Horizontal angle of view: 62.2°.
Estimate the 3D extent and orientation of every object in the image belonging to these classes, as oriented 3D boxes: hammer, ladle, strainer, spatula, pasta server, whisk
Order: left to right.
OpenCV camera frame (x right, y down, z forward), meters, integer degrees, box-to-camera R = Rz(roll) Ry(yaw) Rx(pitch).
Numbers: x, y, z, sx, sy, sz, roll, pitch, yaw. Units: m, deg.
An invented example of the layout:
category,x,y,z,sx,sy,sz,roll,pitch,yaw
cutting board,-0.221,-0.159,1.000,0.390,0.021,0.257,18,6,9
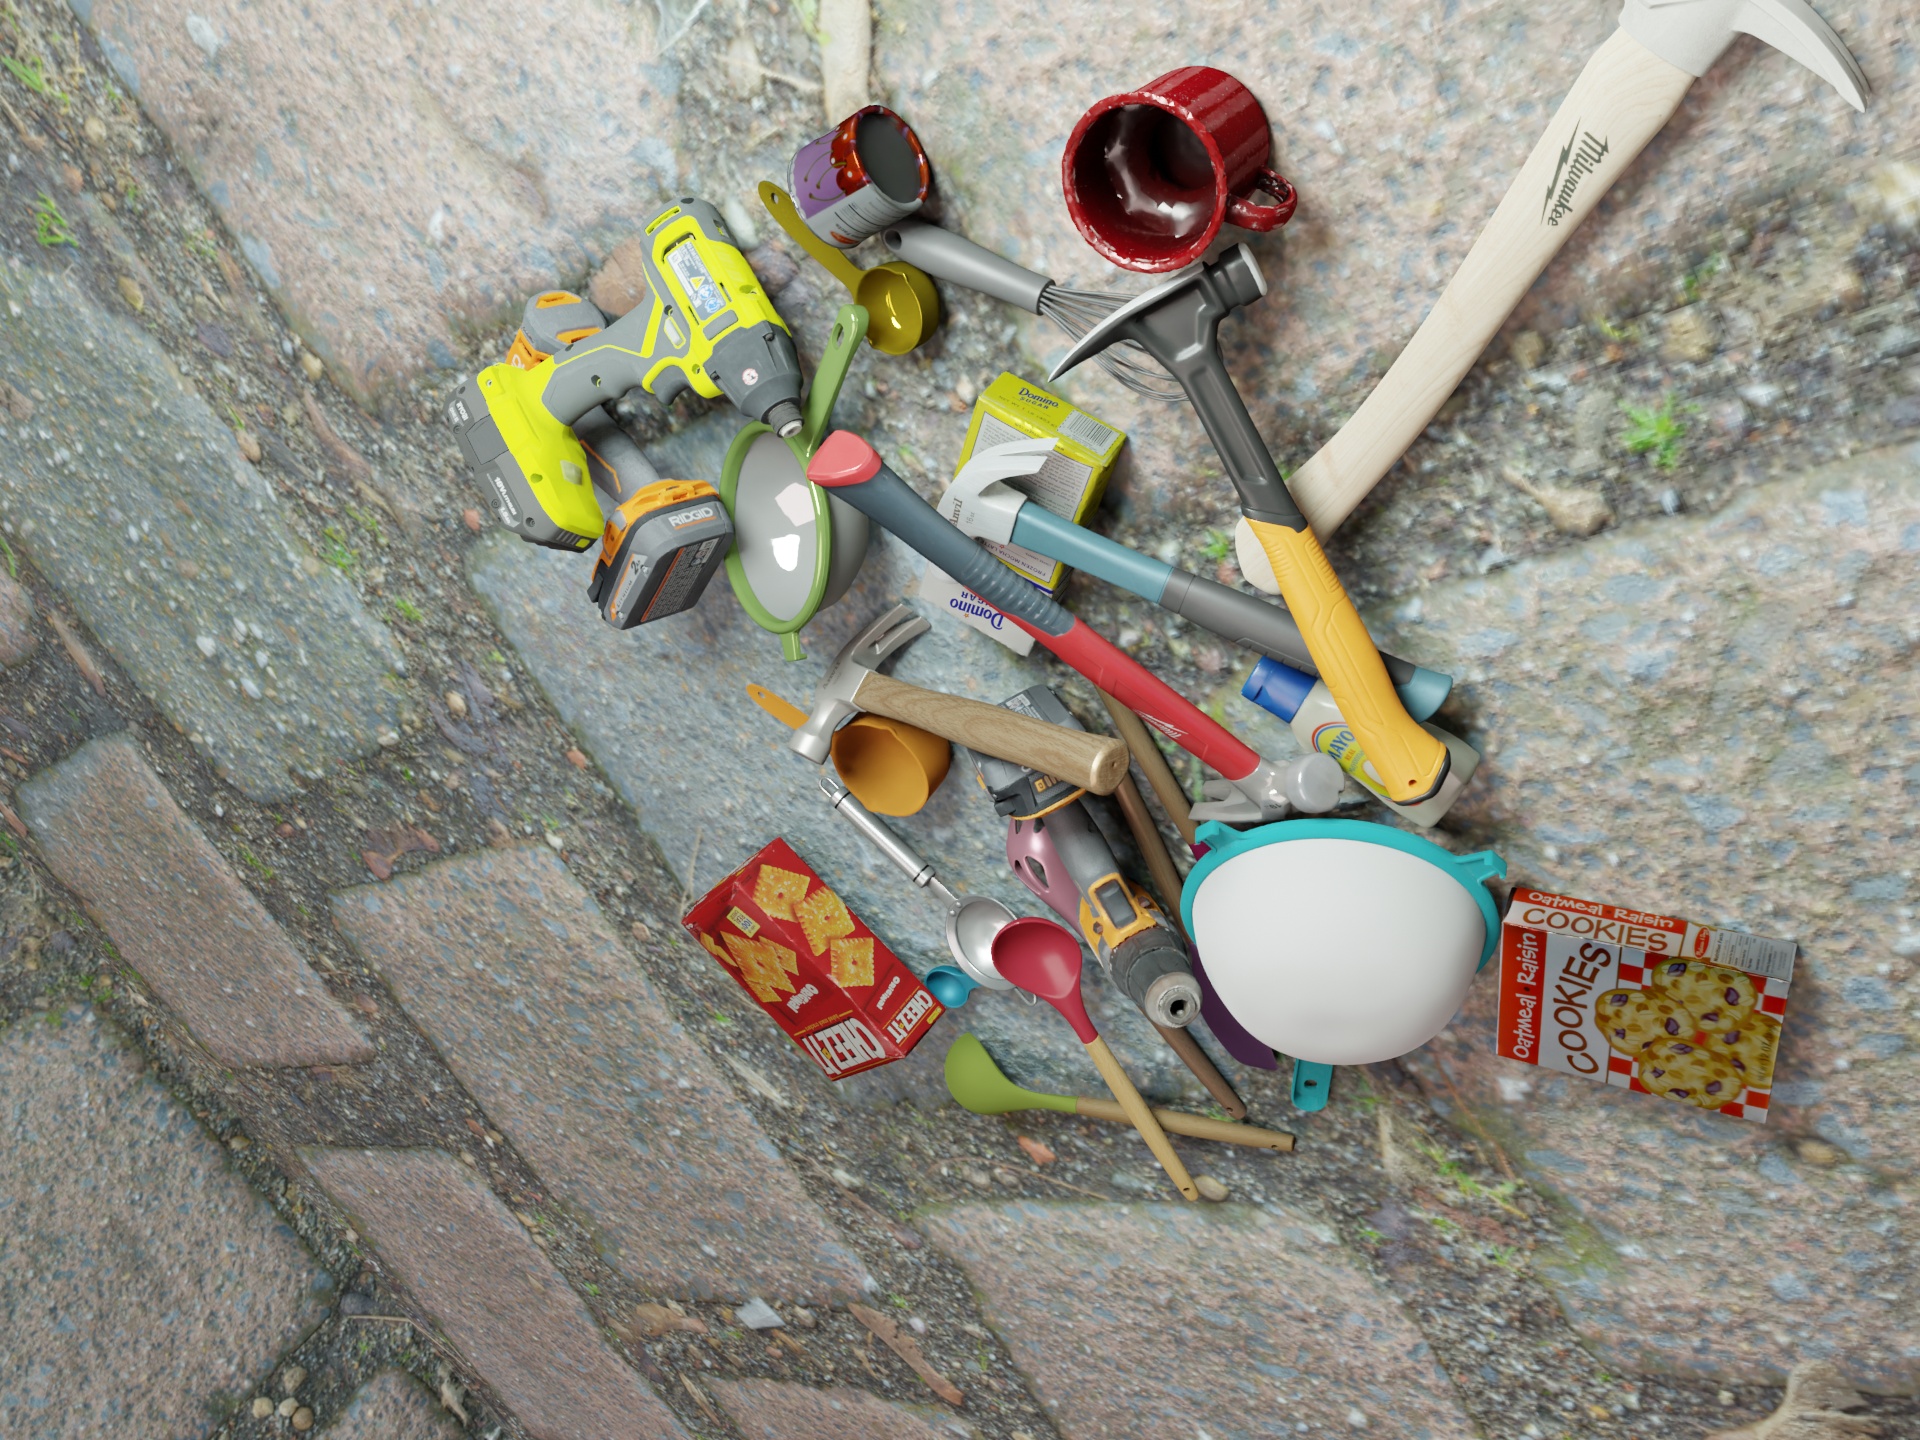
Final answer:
category,x,y,z,sx,sy,sz,roll,pitch,yaw
strainer,-0.091,-0.175,1.095,0.152,0.069,0.256,56,138,30
strainer,-0.022,0.133,1.314,0.258,0.050,0.086,42,130,9
hammer,-0.002,-0.003,1.076,0.031,0.130,0.331,33,170,-36
whisk,0.050,-0.251,0.953,0.239,0.055,0.055,29,136,20
hammer,0.061,-0.049,1.002,0.386,0.038,0.143,35,160,-18
ladle,0.118,0.275,1.284,0.069,0.031,0.315,-25,111,18
ladle,0.130,0.325,1.363,0.320,0.062,0.078,4,129,26
pasta server,0.136,0.199,1.263,0.060,0.040,0.316,-24,111,45
spatula,0.165,0.143,1.199,0.060,0.018,0.315,1,125,49
hammer,0.139,-0.077,0.980,0.331,0.033,0.128,24,142,8
hammer,0.182,-0.092,0.908,0.127,0.034,0.336,-26,104,20
strainer,0.252,0.209,1.101,0.211,0.095,0.340,6,137,11
hammer,0.270,-0.202,0.835,0.146,0.038,0.410,36,137,5

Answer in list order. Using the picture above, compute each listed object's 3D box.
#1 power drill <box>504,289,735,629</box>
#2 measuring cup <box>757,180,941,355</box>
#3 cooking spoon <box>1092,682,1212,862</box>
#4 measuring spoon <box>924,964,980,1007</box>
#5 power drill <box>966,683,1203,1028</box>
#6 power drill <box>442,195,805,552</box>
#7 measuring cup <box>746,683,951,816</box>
category,x,y,z,sx,sy,sz,roll,pitch,yaw
power drill,-0.272,-0.183,1.187,0.226,0.084,0.164,56,139,13
measuring cup,-0.071,-0.298,1.023,0.156,0.029,0.062,46,140,13
cooking spoon,0.157,0.065,1.143,0.069,0.017,0.318,-15,114,43
measuring spoon,0.022,0.214,1.367,0.128,0.021,0.042,-26,106,36
power drill,0.093,0.101,1.113,0.084,0.185,0.226,-29,108,0
power drill,-0.217,-0.215,1.056,0.223,0.080,0.171,-32,78,14
measuring cup,-0.085,0.004,1.249,0.174,0.052,0.095,31,136,15
